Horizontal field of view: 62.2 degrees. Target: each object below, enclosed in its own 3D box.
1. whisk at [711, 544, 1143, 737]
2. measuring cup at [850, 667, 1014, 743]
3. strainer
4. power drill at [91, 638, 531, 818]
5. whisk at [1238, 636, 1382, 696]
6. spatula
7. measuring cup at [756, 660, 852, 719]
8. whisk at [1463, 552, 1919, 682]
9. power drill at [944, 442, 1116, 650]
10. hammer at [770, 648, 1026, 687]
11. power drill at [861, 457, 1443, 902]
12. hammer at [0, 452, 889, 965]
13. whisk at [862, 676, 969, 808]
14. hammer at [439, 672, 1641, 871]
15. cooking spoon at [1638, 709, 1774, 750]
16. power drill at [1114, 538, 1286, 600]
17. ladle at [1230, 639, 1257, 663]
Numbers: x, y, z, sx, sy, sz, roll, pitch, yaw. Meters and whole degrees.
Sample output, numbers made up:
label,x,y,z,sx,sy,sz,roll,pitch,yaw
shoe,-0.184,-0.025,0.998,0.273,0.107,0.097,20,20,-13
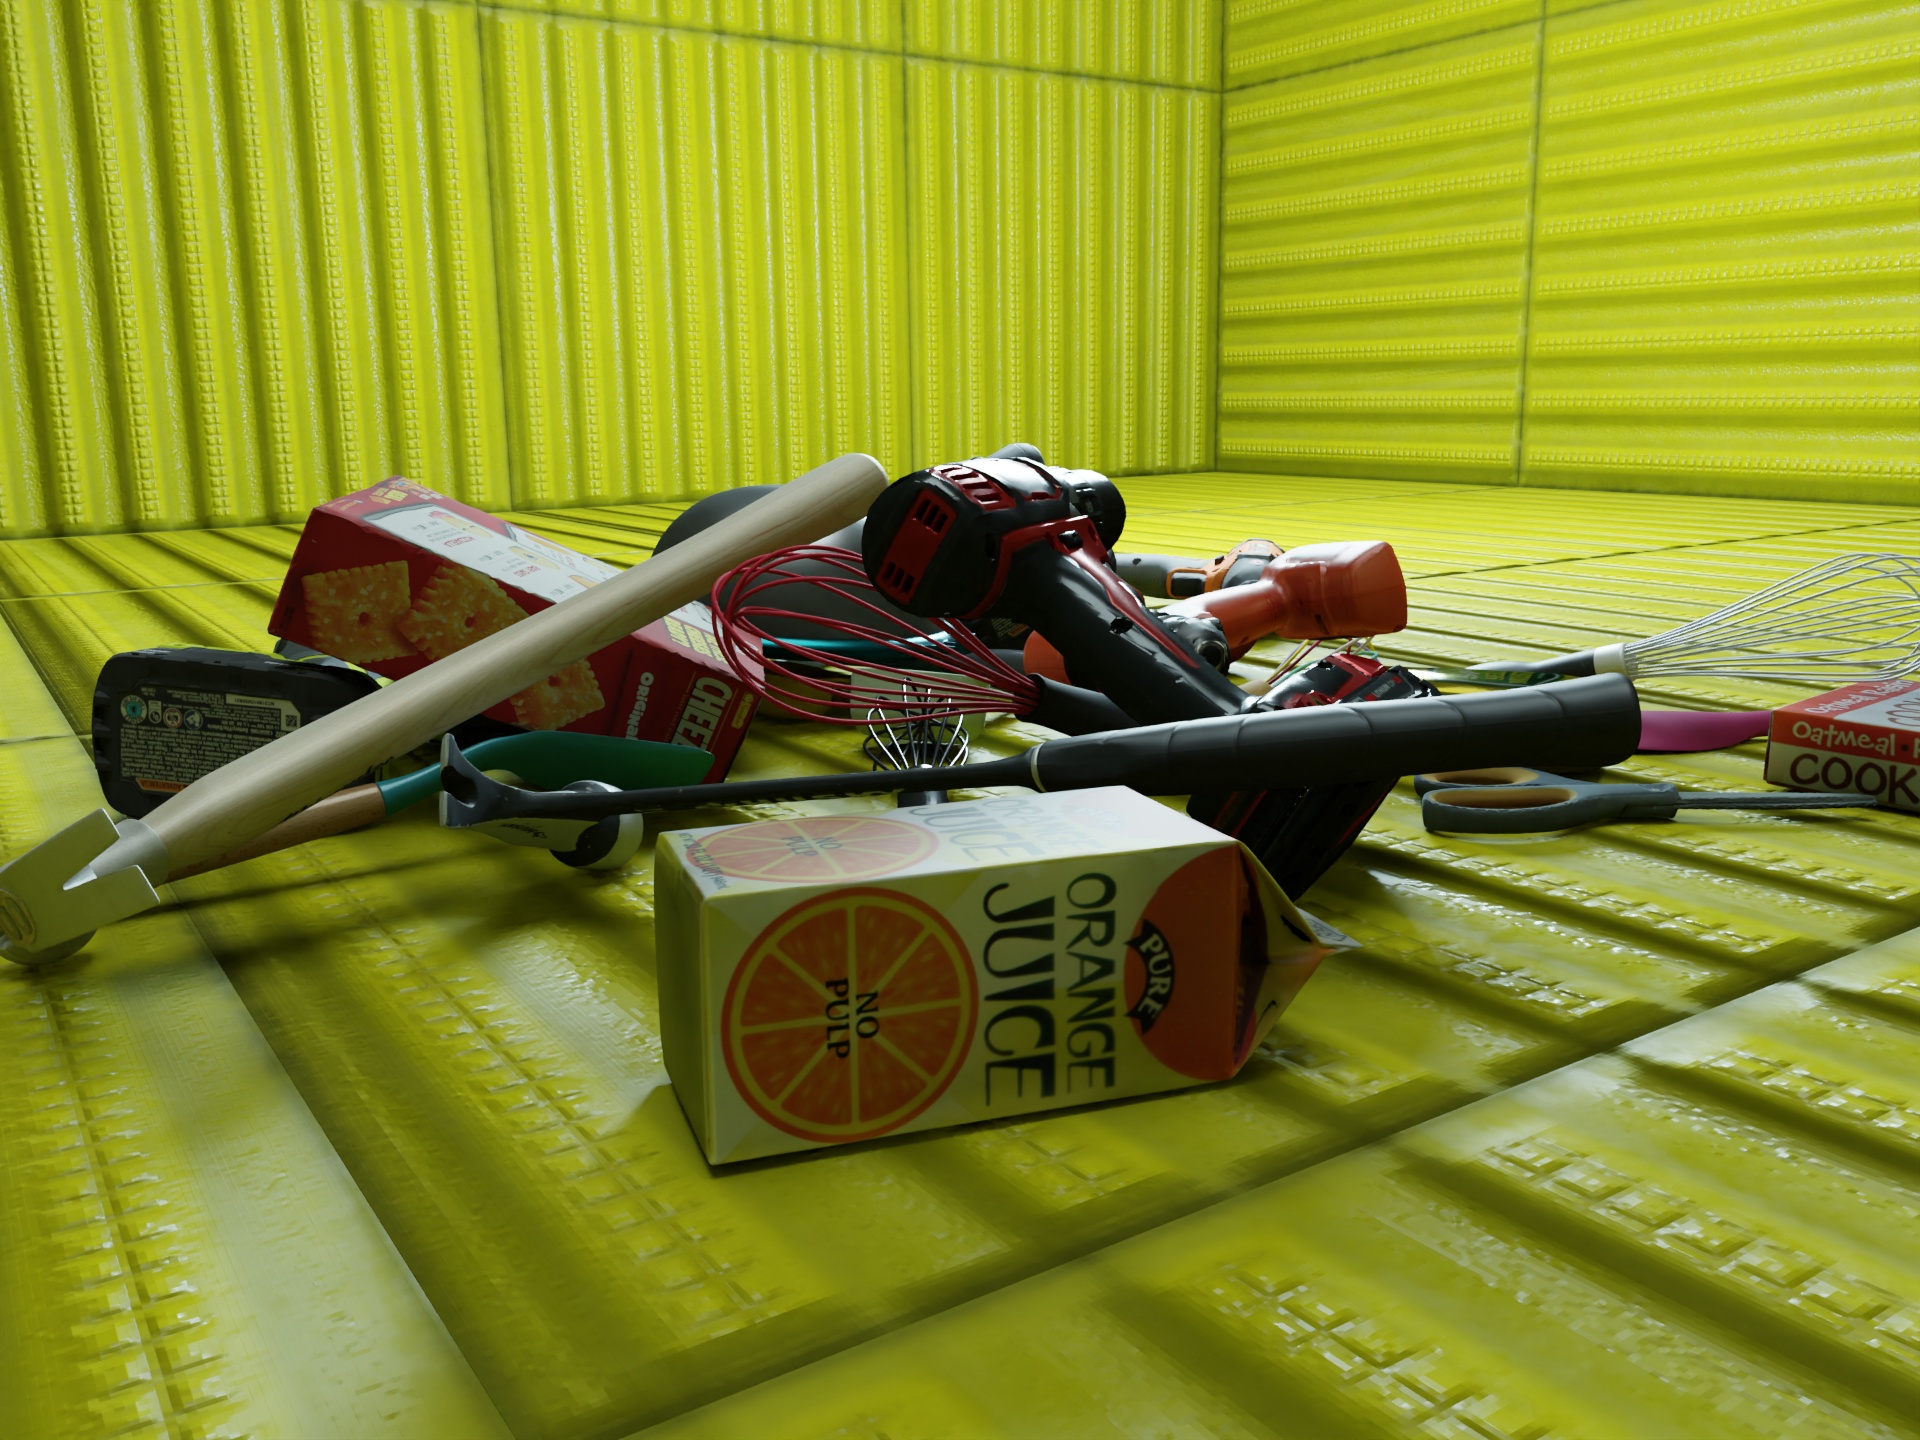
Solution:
label,x,y,z,sx,sy,sz,roll,pitch,yaw
whisk,0.016,-0.016,0.723,0.295,0.073,0.073,16,0,-36
measuring cup,-0.001,-0.003,0.904,0.083,0.038,0.167,4,-4,29
strainer,-0.119,-0.113,1.051,0.211,0.095,0.341,1,13,-15
power drill,-0.313,-0.006,0.821,0.171,0.080,0.223,5,10,8
whisk,0.185,-0.021,0.936,0.051,0.047,0.245,10,19,39
spatula,-0.258,0.049,0.644,0.317,0.044,0.082,-17,-12,-30
measuring cup,-0.057,-0.011,0.968,0.156,0.029,0.062,9,10,-12
whisk,0.381,-0.037,0.847,0.284,0.070,0.070,-12,1,42
power drill,0.020,-0.140,1.214,0.190,0.080,0.229,-33,30,-12
hammer,0.008,-0.036,1.041,0.331,0.033,0.128,8,14,36
power drill,0.085,-0.037,0.671,0.227,0.080,0.188,37,26,17
hammer,-0.167,-0.029,0.630,0.146,0.038,0.410,-18,13,48
whisk,-0.017,0.028,0.711,0.055,0.055,0.239,-1,15,-3
hammer,0.014,0.016,0.549,0.409,0.036,0.149,-5,-11,14
cooking spoon,0.475,0.000,0.867,0.319,0.017,0.069,-1,13,0
power drill,0.157,-0.114,1.294,0.226,0.084,0.164,5,14,10
ladle,0.070,-0.058,1.159,0.315,0.031,0.069,4,19,32
